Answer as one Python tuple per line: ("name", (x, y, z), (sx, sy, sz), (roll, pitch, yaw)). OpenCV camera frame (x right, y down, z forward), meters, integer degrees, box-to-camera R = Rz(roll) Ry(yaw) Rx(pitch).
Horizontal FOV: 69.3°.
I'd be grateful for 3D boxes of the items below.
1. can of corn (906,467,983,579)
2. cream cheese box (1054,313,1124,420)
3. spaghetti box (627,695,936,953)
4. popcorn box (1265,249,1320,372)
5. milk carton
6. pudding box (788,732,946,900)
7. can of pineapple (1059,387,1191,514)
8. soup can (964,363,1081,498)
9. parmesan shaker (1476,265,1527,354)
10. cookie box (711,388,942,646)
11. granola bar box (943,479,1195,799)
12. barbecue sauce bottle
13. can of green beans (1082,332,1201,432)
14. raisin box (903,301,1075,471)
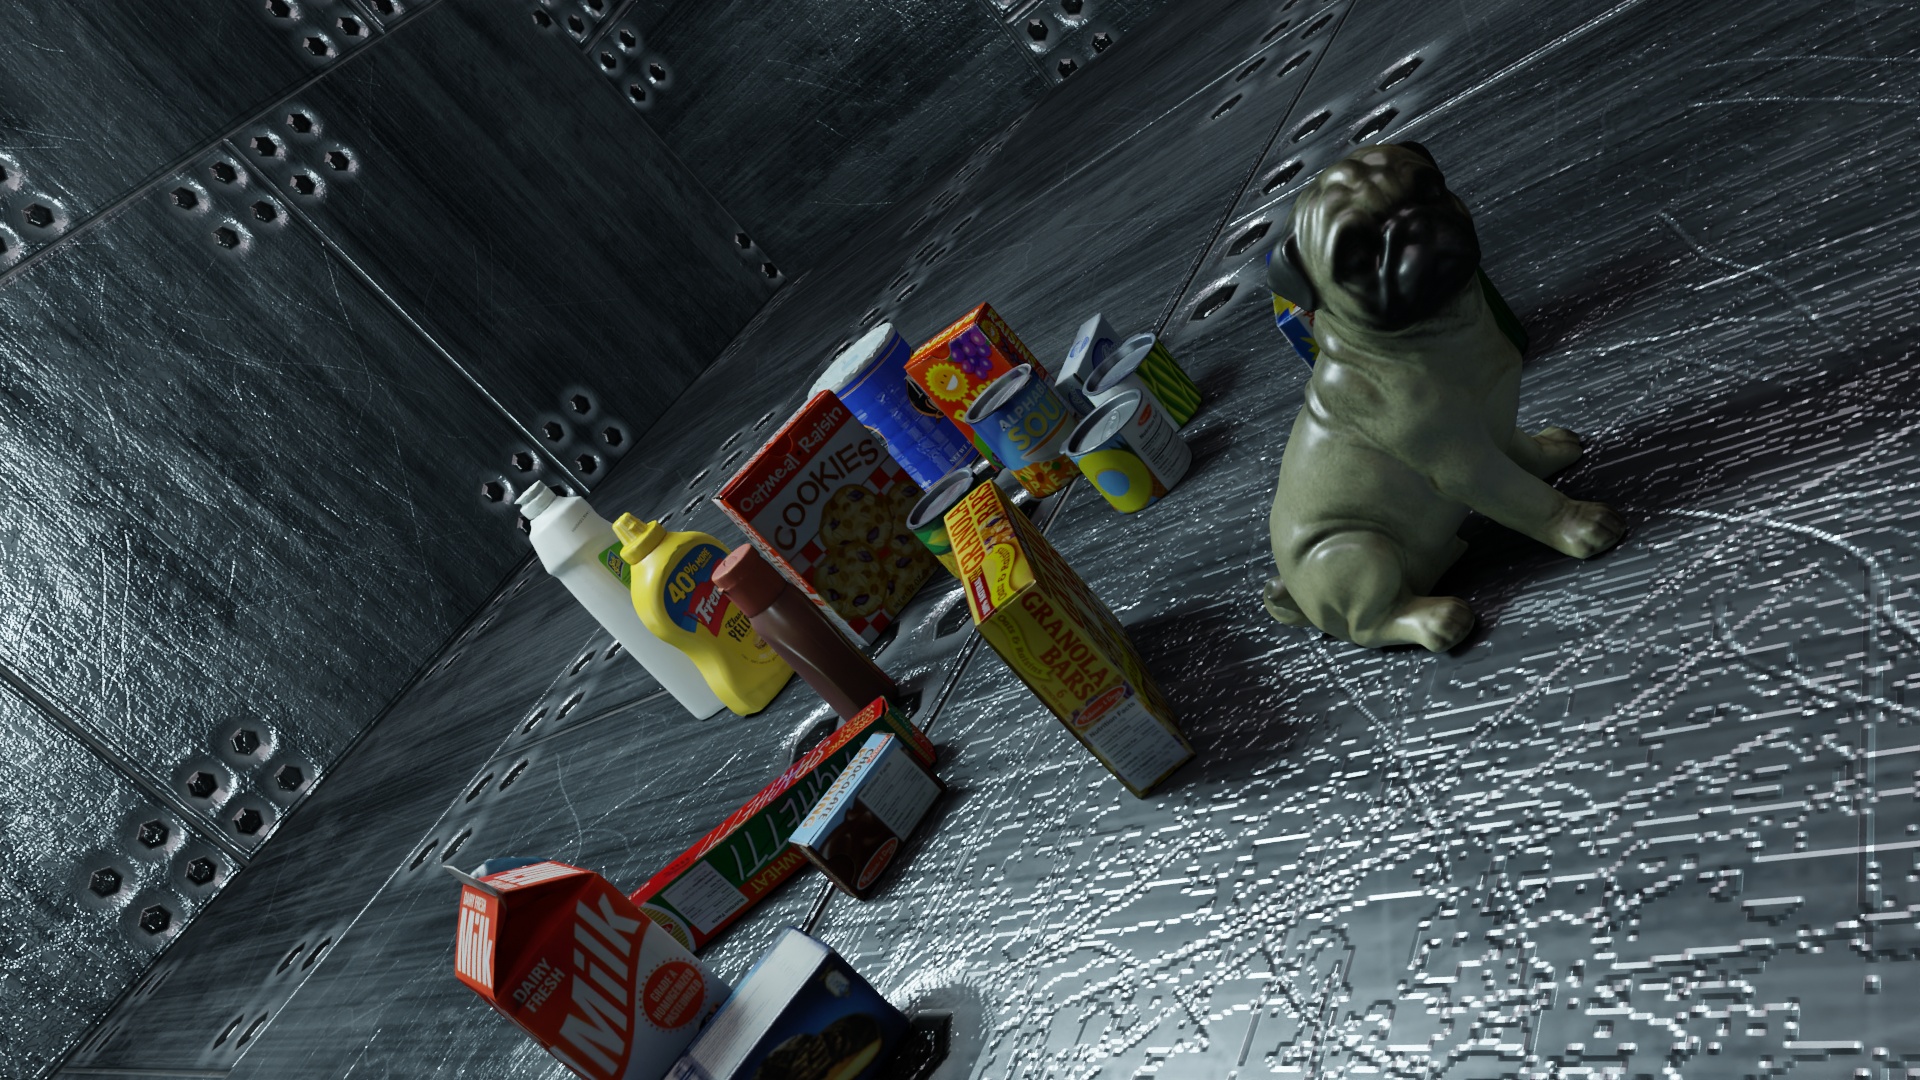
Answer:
("can of corn", (0.004, -0.013, 1.060), (0.071, 0.058, 0.071), (-38, 18, 15))
("cream cheese box", (0.111, -0.137, 1.126), (0.024, 0.053, 0.104), (-30, 22, 35))
("spaghetti box", (-0.124, 0.191, 0.873), (0.250, 0.050, 0.029), (-39, 18, 10))
("popcorn box", (0.223, -0.129, 0.824), (0.038, 0.085, 0.127), (-34, 20, 25))
("milk carton", (-0.174, 0.221, 0.681), (0.074, 0.190, 0.072), (-52, 20, -27))
("pudding box", (-0.053, 0.158, 0.802), (0.084, 0.049, 0.030), (-51, 20, -25))
("can of pineapple", (0.112, -0.060, 0.940), (0.071, 0.058, 0.071), (-38, 18, 15))
("soup can", (0.056, -0.084, 1.072), (0.071, 0.083, 0.071), (-38, 18, 15))
("parmesan shaker", (0.247, -0.130, 0.749), (0.071, 0.103, 0.071), (-38, 18, 15))
("cookie box", (-0.094, -0.018, 1.096), (0.123, 0.167, 0.040), (-49, 19, -18))
("granola bar box", (0.050, 0.045, 0.722), (0.039, 0.124, 0.166), (-40, 18, 8))
("barbecue sauce bottle", (-0.110, 0.066, 0.968), (0.044, 0.148, 0.065), (-47, 18, -15))
("can of green beans", (0.132, -0.107, 1.008), (0.071, 0.057, 0.071), (-38, 18, 15))
("raisin box", (0.026, -0.128, 1.169), (0.086, 0.123, 0.040), (-29, 22, 37))
